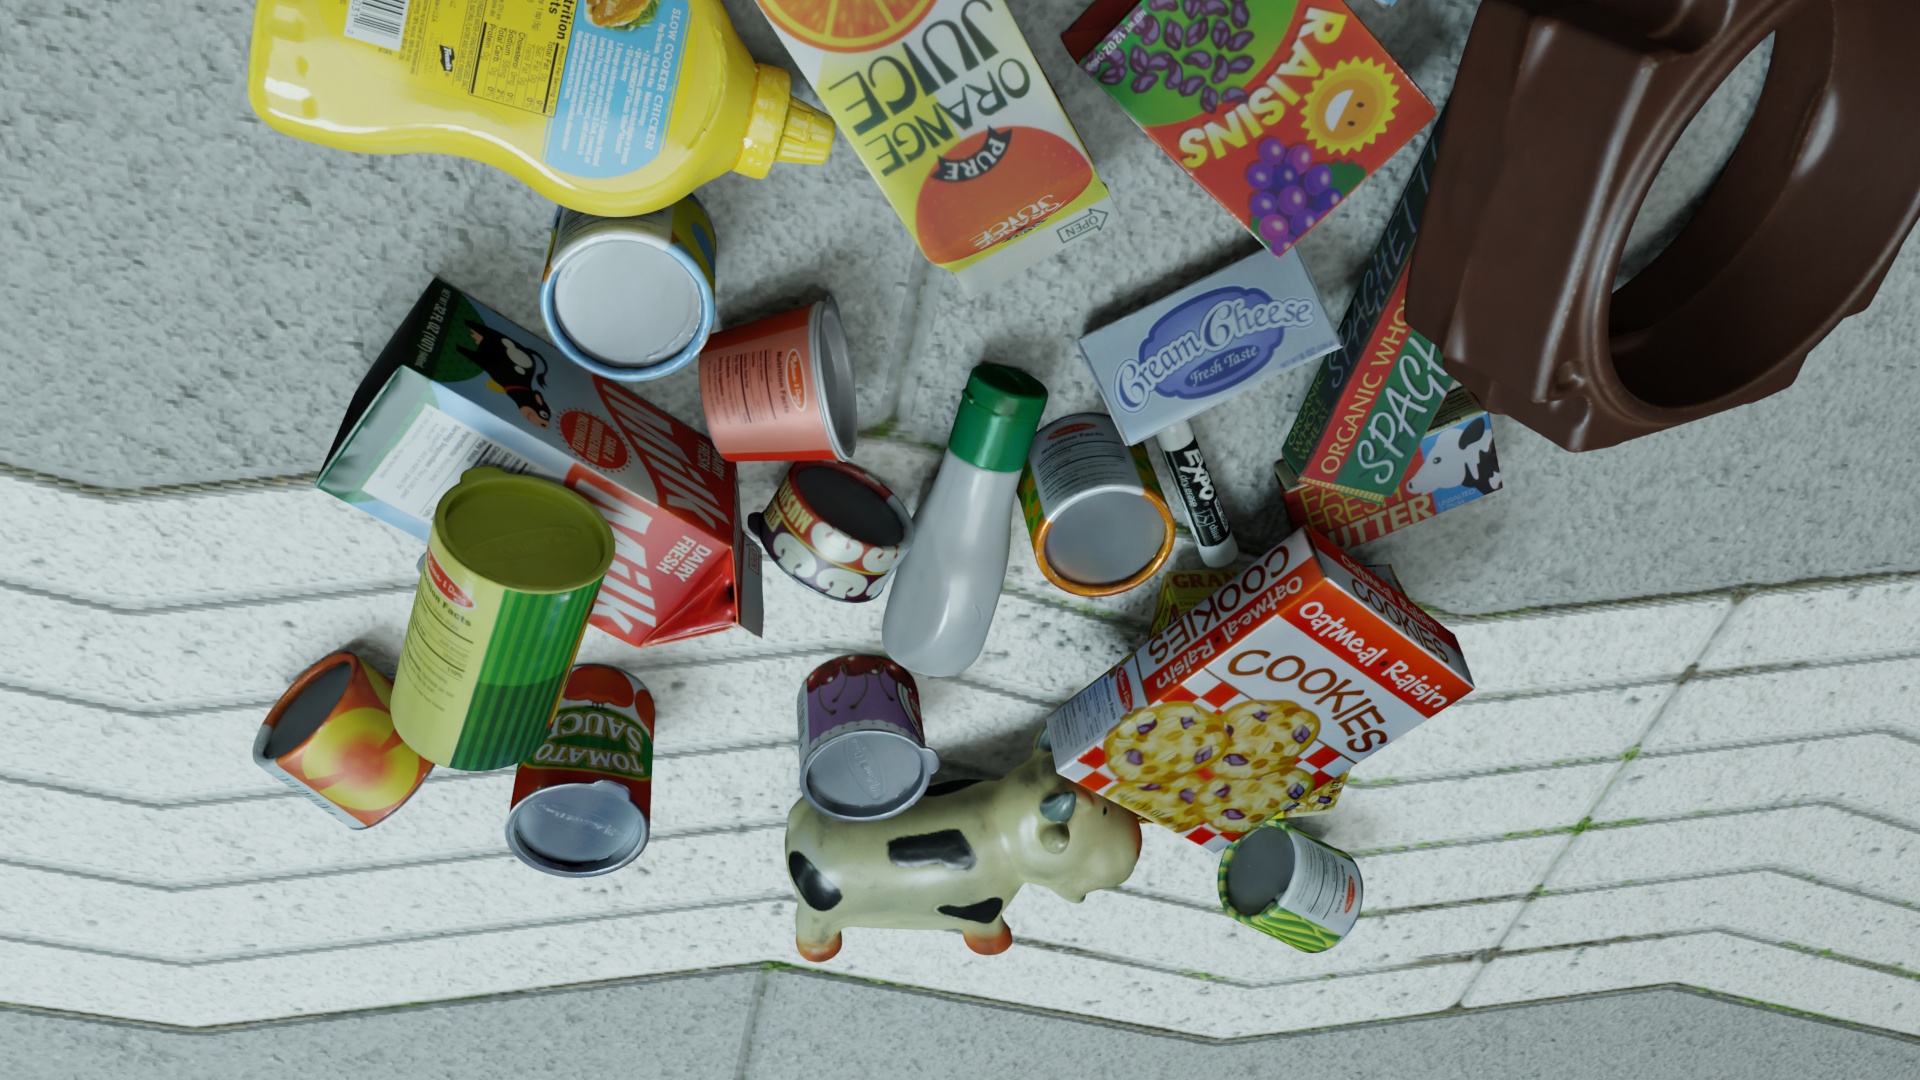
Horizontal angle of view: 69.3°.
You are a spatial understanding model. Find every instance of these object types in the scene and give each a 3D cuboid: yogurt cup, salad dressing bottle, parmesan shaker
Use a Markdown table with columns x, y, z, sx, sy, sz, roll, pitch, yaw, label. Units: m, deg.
| x | y | z | sx | sy | sz | roll | pitch | yaw | label |
| --- | --- | --- | --- | --- | --- | --- | --- | --- | --- |
| -0.077 | -0.064 | 0.586 | 0.054 | 0.073 | 0.072 | -8 | 128 | 7 | yogurt cup |
| 0.002 | -0.008 | 0.645 | 0.044 | 0.064 | 0.147 | 4 | 119 | -26 | salad dressing bottle |
| -0.183 | 0.032 | 0.549 | 0.071 | 0.072 | 0.102 | 14 | 126 | -19 | parmesan shaker |

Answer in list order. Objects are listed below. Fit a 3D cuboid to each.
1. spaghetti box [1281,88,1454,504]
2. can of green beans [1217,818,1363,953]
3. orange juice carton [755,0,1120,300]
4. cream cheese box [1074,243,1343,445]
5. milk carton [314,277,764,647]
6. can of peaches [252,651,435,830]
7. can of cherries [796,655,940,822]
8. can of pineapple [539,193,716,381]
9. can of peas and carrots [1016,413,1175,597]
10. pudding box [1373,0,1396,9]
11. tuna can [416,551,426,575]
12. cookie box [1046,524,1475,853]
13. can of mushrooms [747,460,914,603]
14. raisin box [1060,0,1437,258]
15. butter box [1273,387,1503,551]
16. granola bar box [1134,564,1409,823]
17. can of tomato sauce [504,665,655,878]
| x | y | z | sx | sy | sz | roll | pitch | yaw | label |
| --- | --- | --- | --- | --- | --- | --- | --- | --- | --- |
| 0.210 | -0.130 | 0.588 | 0.050 | 0.029 | 0.248 | 12 | 118 | -16 | spaghetti box |
| 0.197 | 0.207 | 0.835 | 0.058 | 0.071 | 0.071 | 30 | 117 | -27 | can of green beans |
| -0.013 | -0.175 | 0.504 | 0.071 | 0.073 | 0.192 | -28 | 127 | 12 | orange juice carton |
| 0.108 | -0.086 | 0.608 | 0.104 | 0.024 | 0.053 | -25 | 90 | 10 | cream cheese box |
| -0.162 | -0.021 | 0.598 | 0.190 | 0.073 | 0.073 | 32 | 117 | -28 | milk carton |
| -0.292 | 0.094 | 0.669 | 0.071 | 0.071 | 0.058 | -31 | 125 | 14 | can of peaches |
| -0.049 | 0.102 | 0.719 | 0.071 | 0.059 | 0.071 | -4 | 127 | -6 | can of cherries |
| -0.129 | -0.103 | 0.549 | 0.071 | 0.058 | 0.070 | -5 | 128 | -6 | can of pineapple |
| 0.063 | -0.014 | 0.649 | 0.071 | 0.059 | 0.070 | -4 | 128 | -6 | can of peas and carrots |
| 0.162 | -0.240 | 0.499 | 0.030 | 0.050 | 0.083 | 23 | 120 | -23 | pudding box |
| -0.214 | 0.015 | 0.640 | 0.071 | 0.033 | 0.070 | -5 | 128 | -6 | tuna can |
| 0.145 | 0.078 | 0.681 | 0.123 | 0.040 | 0.167 | 32 | 121 | -31 | cookie box |
| -0.058 | -0.007 | 0.629 | 0.071 | 0.071 | 0.033 | 22 | 120 | -24 | can of mushrooms |
| 0.113 | -0.182 | 0.542 | 0.123 | 0.040 | 0.086 | 35 | 114 | -28 | raisin box |
| 0.209 | -0.031 | 0.683 | 0.103 | 0.024 | 0.053 | -23 | 127 | 7 | butter box |
| 0.158 | 0.087 | 0.746 | 0.124 | 0.039 | 0.164 | -1 | 132 | -8 | granola bar box |
| -0.185 | 0.112 | 0.687 | 0.071 | 0.083 | 0.070 | -5 | 128 | -6 | can of tomato sauce |
